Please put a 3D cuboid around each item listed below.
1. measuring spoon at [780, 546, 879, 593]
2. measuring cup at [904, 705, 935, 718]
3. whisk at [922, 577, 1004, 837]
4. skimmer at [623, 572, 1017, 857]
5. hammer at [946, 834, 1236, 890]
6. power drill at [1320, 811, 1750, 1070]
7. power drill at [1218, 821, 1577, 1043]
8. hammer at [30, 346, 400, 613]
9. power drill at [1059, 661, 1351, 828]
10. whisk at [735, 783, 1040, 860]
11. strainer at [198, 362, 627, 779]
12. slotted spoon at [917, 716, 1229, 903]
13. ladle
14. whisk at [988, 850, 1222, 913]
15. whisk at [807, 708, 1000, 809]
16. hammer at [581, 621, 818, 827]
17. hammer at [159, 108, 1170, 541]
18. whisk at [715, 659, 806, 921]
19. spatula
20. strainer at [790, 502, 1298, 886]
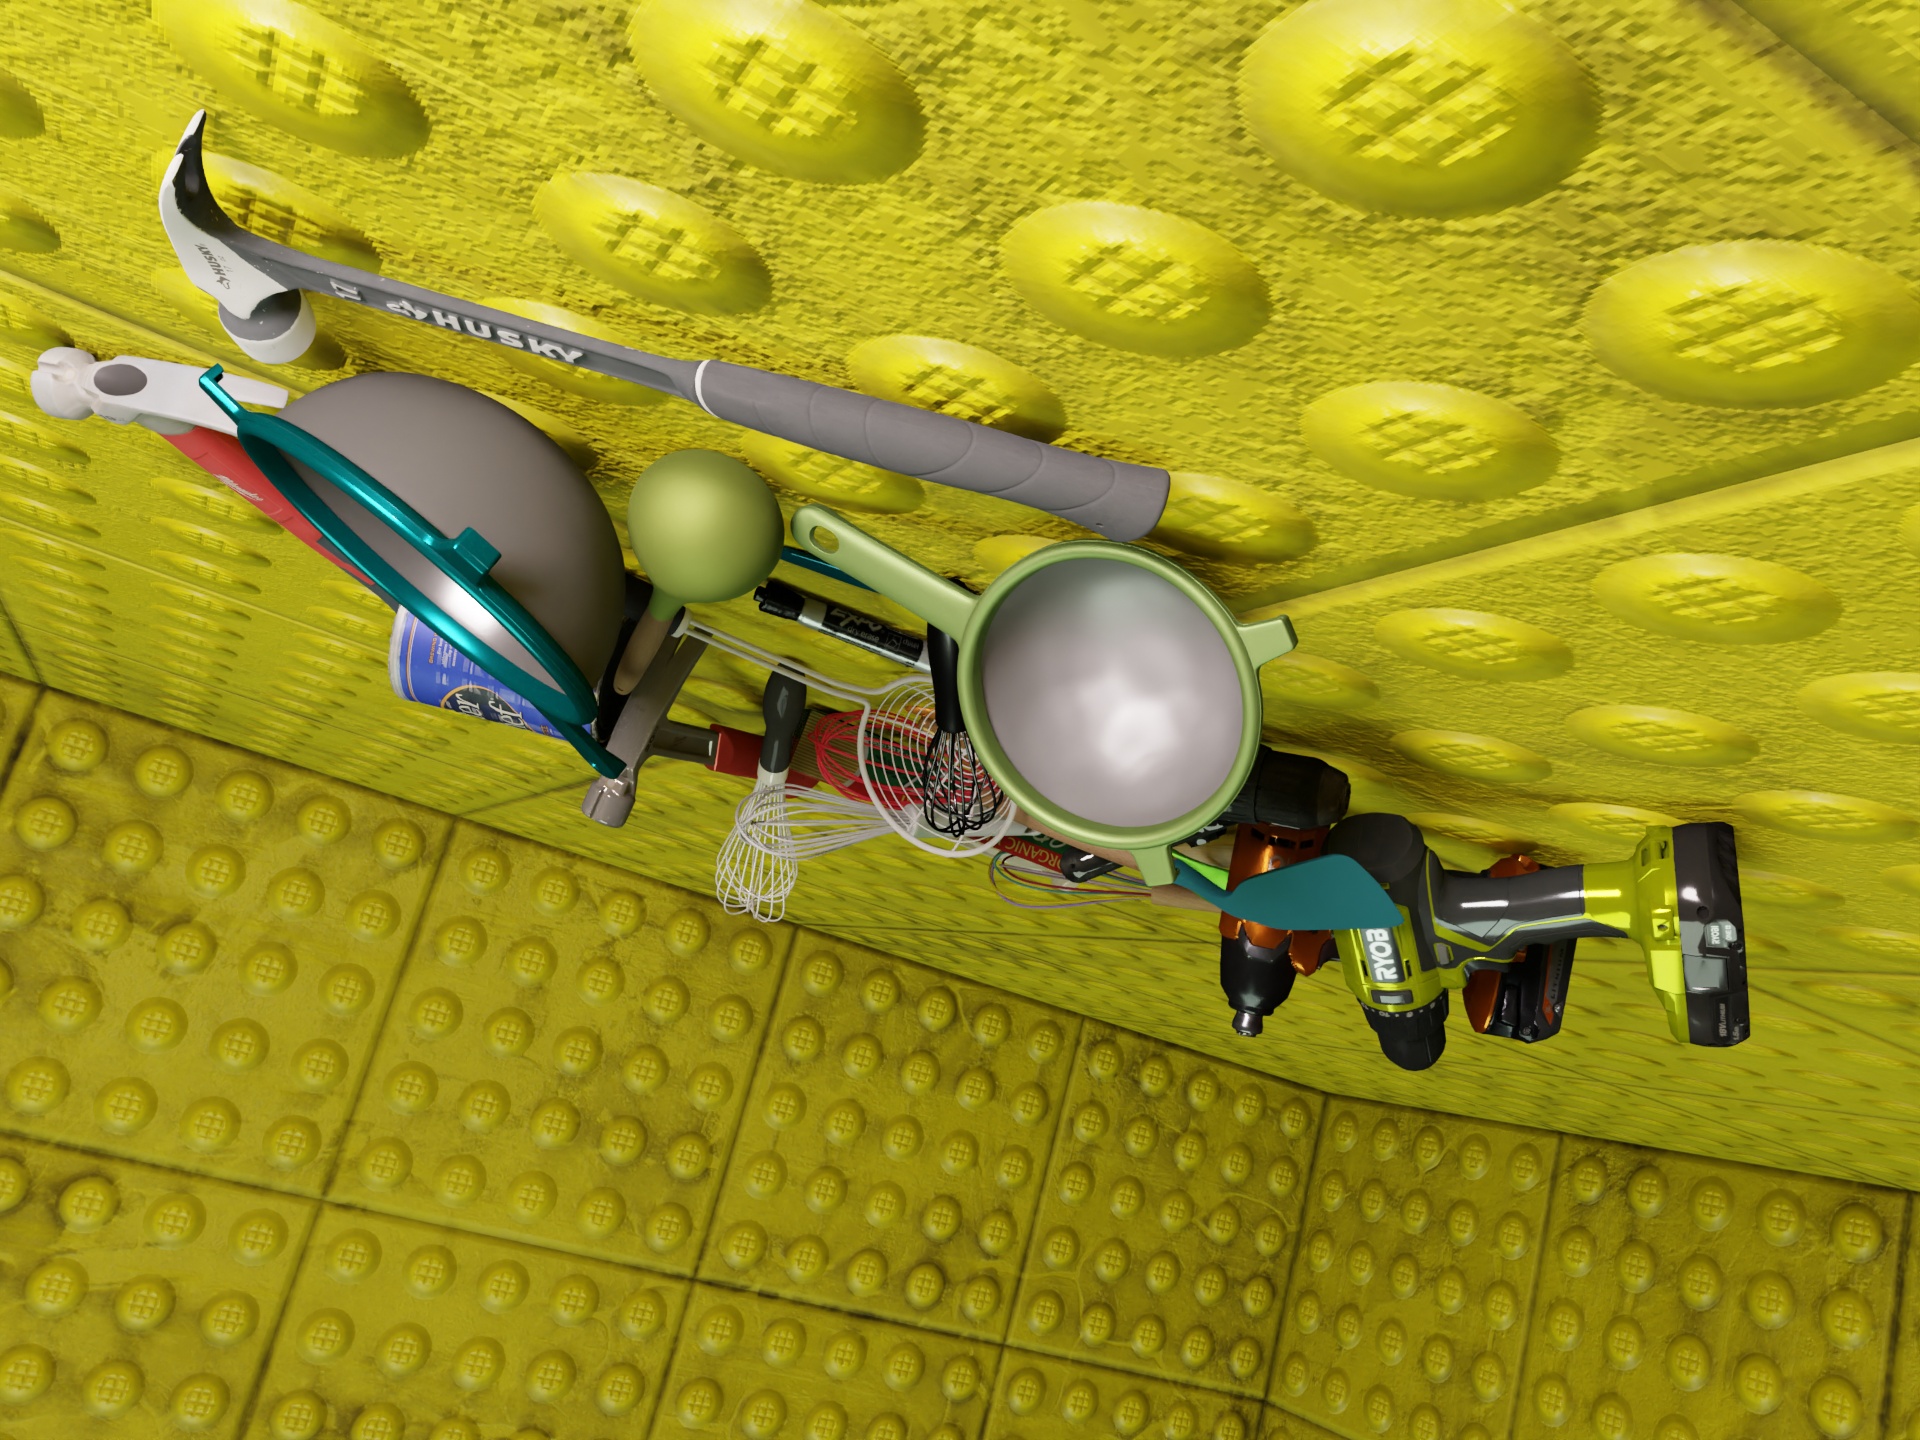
[{"bbox_3d":[-0.091,-0.080,0.871,0.128,0.021,0.042,18,166,-4],"label":"measuring spoon"},{"bbox_3d":[0.040,0.032,1.110,0.173,0.052,0.095,13,166,0],"label":"measuring cup"},{"bbox_3d":[0.000,-0.003,0.929,0.055,0.055,0.238,13,146,11],"label":"whisk"},{"bbox_3d":[-0.126,-0.019,1.014,0.363,0.090,0.127,24,131,-22],"label":"skimmer"},{"bbox_3d":[0.149,0.106,1.329,0.146,0.038,0.411,24,163,-28],"label":"hammer"},{"bbox_3d":[0.341,0.139,0.949,0.228,0.080,0.190,-5,126,25],"label":"power drill"},{"bbox_3d":[0.289,0.151,1.080,0.226,0.164,0.084,11,179,8],"label":"power drill"},{"bbox_3d":[-0.399,-0.122,1.014,0.143,0.038,0.386,11,166,12],"label":"hammer"},{"bbox_3d":[0.117,0.011,0.906,0.188,0.080,0.226,10,168,23],"label":"power drill"},{"bbox_3d":[-0.044,0.072,1.134,0.246,0.059,0.057,1,136,-28],"label":"whisk"},{"bbox_3d":[-0.222,-0.071,0.828,0.211,0.095,0.340,31,164,23],"label":"strainer"},{"bbox_3d":[0.104,0.073,1.185,0.313,0.031,0.070,28,158,-15],"label":"slotted spoon"},{"bbox_3d":[-0.164,-0.066,0.886,0.078,0.062,0.320,29,161,-10],"label":"ladle"},{"bbox_3d":[0.137,0.132,1.299,0.245,0.047,0.051,6,126,21],"label":"whisk"},{"bbox_3d":[0.019,0.050,1.206,0.295,0.073,0.073,15,168,-25],"label":"whisk"},{"bbox_3d":[-0.171,0.015,1.215,0.037,0.149,0.359,27,-179,14],"label":"hammer"},{"bbox_3d":[-0.115,-0.141,0.636,0.409,0.036,0.149,15,165,-1],"label":"hammer"},{"bbox_3d":[-0.145,0.057,1.194,0.070,0.070,0.284,15,135,0],"label":"whisk"},{"bbox_3d":[0.121,0.078,0.989,0.318,0.044,0.082,18,161,48],"label":"spatula"},{"bbox_3d":[0.035,-0.045,0.772,0.256,0.151,0.069,31,-149,17],"label":"strainer"}]
